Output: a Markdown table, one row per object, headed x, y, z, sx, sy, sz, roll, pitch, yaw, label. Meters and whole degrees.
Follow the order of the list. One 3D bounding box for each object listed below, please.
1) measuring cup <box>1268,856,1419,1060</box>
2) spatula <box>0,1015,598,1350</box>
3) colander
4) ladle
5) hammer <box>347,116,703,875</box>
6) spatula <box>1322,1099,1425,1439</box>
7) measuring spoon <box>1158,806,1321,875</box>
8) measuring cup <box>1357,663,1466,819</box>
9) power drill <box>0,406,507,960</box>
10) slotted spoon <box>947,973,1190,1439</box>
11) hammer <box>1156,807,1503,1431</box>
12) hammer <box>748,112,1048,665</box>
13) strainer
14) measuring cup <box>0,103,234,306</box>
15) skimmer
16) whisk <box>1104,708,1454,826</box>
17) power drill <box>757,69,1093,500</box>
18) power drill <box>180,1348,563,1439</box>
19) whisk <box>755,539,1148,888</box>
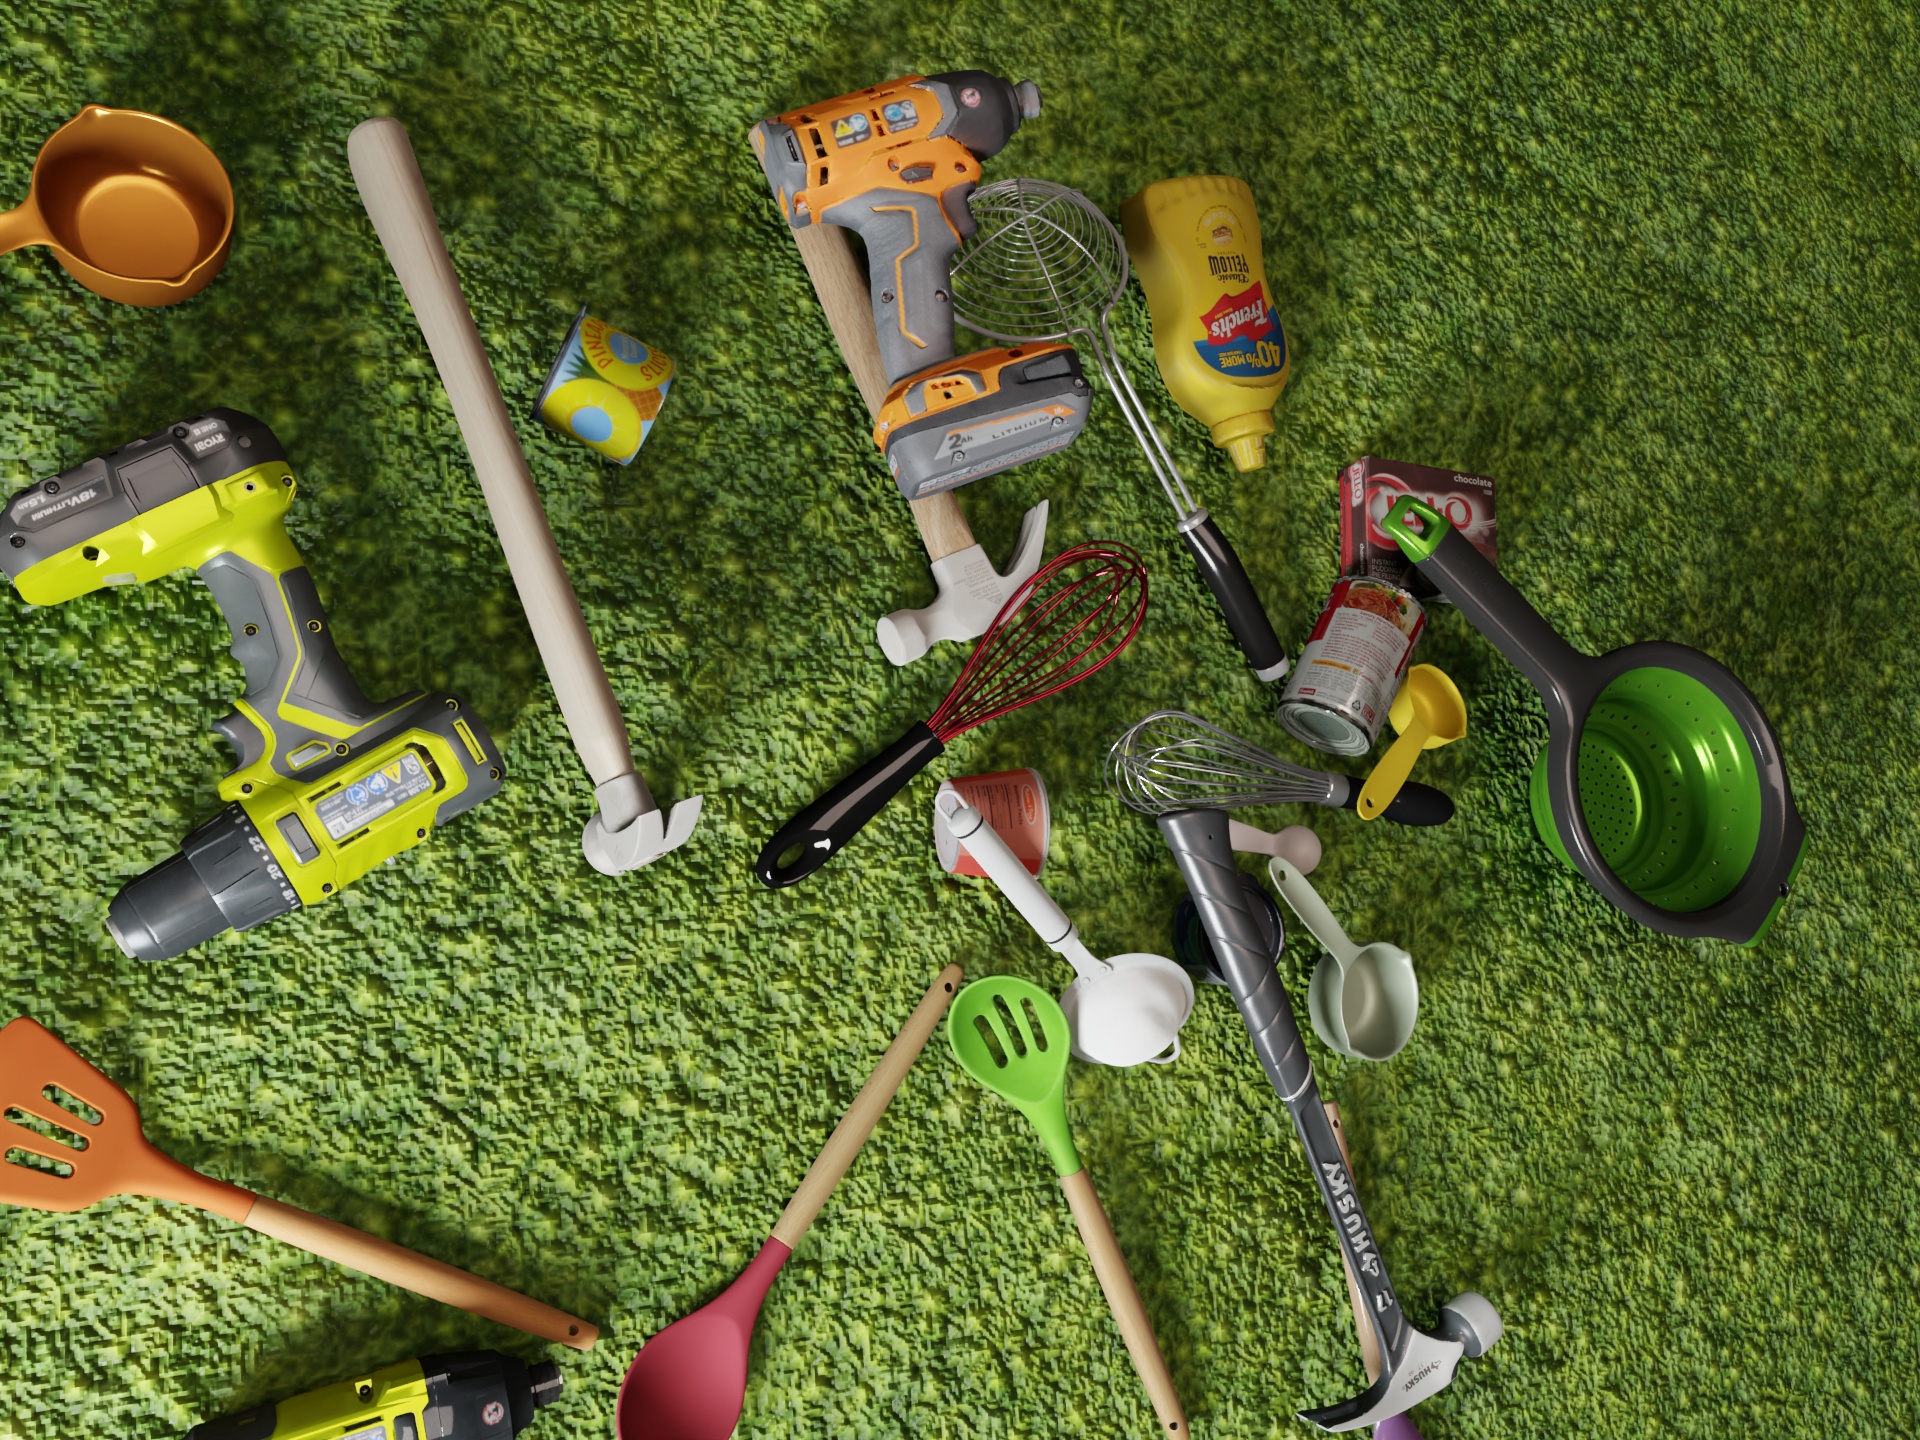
| x | y | z | sx | sy | sz | roll | pitch | yaw | label |
| --- | --- | --- | --- | --- | --- | --- | --- | --- | --- |
| 0.233 | 0.148 | 1.020 | 0.167 | 0.038 | 0.083 | 51 | 61 | -19 | measuring cup |
| -0.318 | 0.244 | 0.767 | 0.322 | 0.041 | 0.081 | 30 | 57 | -19 | spatula |
| 0.415 | -0.003 | 1.107 | 0.397 | 0.094 | 0.204 | 43 | 68 | -10 | colander |
| -0.085 | 0.265 | 0.879 | 0.069 | 0.031 | 0.315 | 42 | 67 | -16 | ladle |
| -0.230 | -0.121 | 0.816 | 0.038 | 0.146 | 0.411 | -20 | 87 | -25 | hammer |
| 0.268 | 0.401 | 1.023 | 0.059 | 0.018 | 0.316 | -11 | 88 | -28 | spatula |
| 0.184 | 0.075 | 1.031 | 0.124 | 0.018 | 0.034 | 14 | 77 | -21 | measuring spoon |
| 0.291 | 0.020 | 1.062 | 0.062 | 0.029 | 0.156 | 49 | 52 | -6 | measuring cup |
| -0.358 | -0.015 | 0.768 | 0.190 | 0.080 | 0.228 | -32 | 99 | -24 | power drill |
| 0.073 | 0.290 | 0.944 | 0.070 | 0.031 | 0.313 | -22 | 96 | 9 | slotted spoon |
| 0.208 | 0.240 | 0.978 | 0.149 | 0.036 | 0.409 | -26 | 97 | -26 | hammer |
| -0.046 | -0.207 | 0.960 | 0.130 | 0.031 | 0.331 | -24 | 92 | -25 | hammer |
| 0.062 | 0.131 | 0.921 | 0.087 | 0.050 | 0.258 | -35 | 115 | 9 | strainer |
| -0.443 | -0.233 | 0.774 | 0.173 | 0.052 | 0.095 | -28 | 95 | -23 | measuring cup |
| 0.106 | -0.181 | 1.027 | 0.127 | 0.090 | 0.363 | -38 | 109 | -18 | skimmer |
| 0.215 | 0.039 | 1.032 | 0.284 | 0.070 | 0.070 | 10 | 79 | -28 | whisk |
| -0.003 | -0.258 | 0.908 | 0.164 | 0.084 | 0.226 | -20 | 89 | -6 | power drill |
| -0.260 | 0.422 | 0.751 | 0.171 | 0.080 | 0.223 | -9 | 83 | -25 | power drill |
| -0.001 | -0.003 | 0.923 | 0.296 | 0.073 | 0.073 | -40 | 100 | -11 | whisk |
